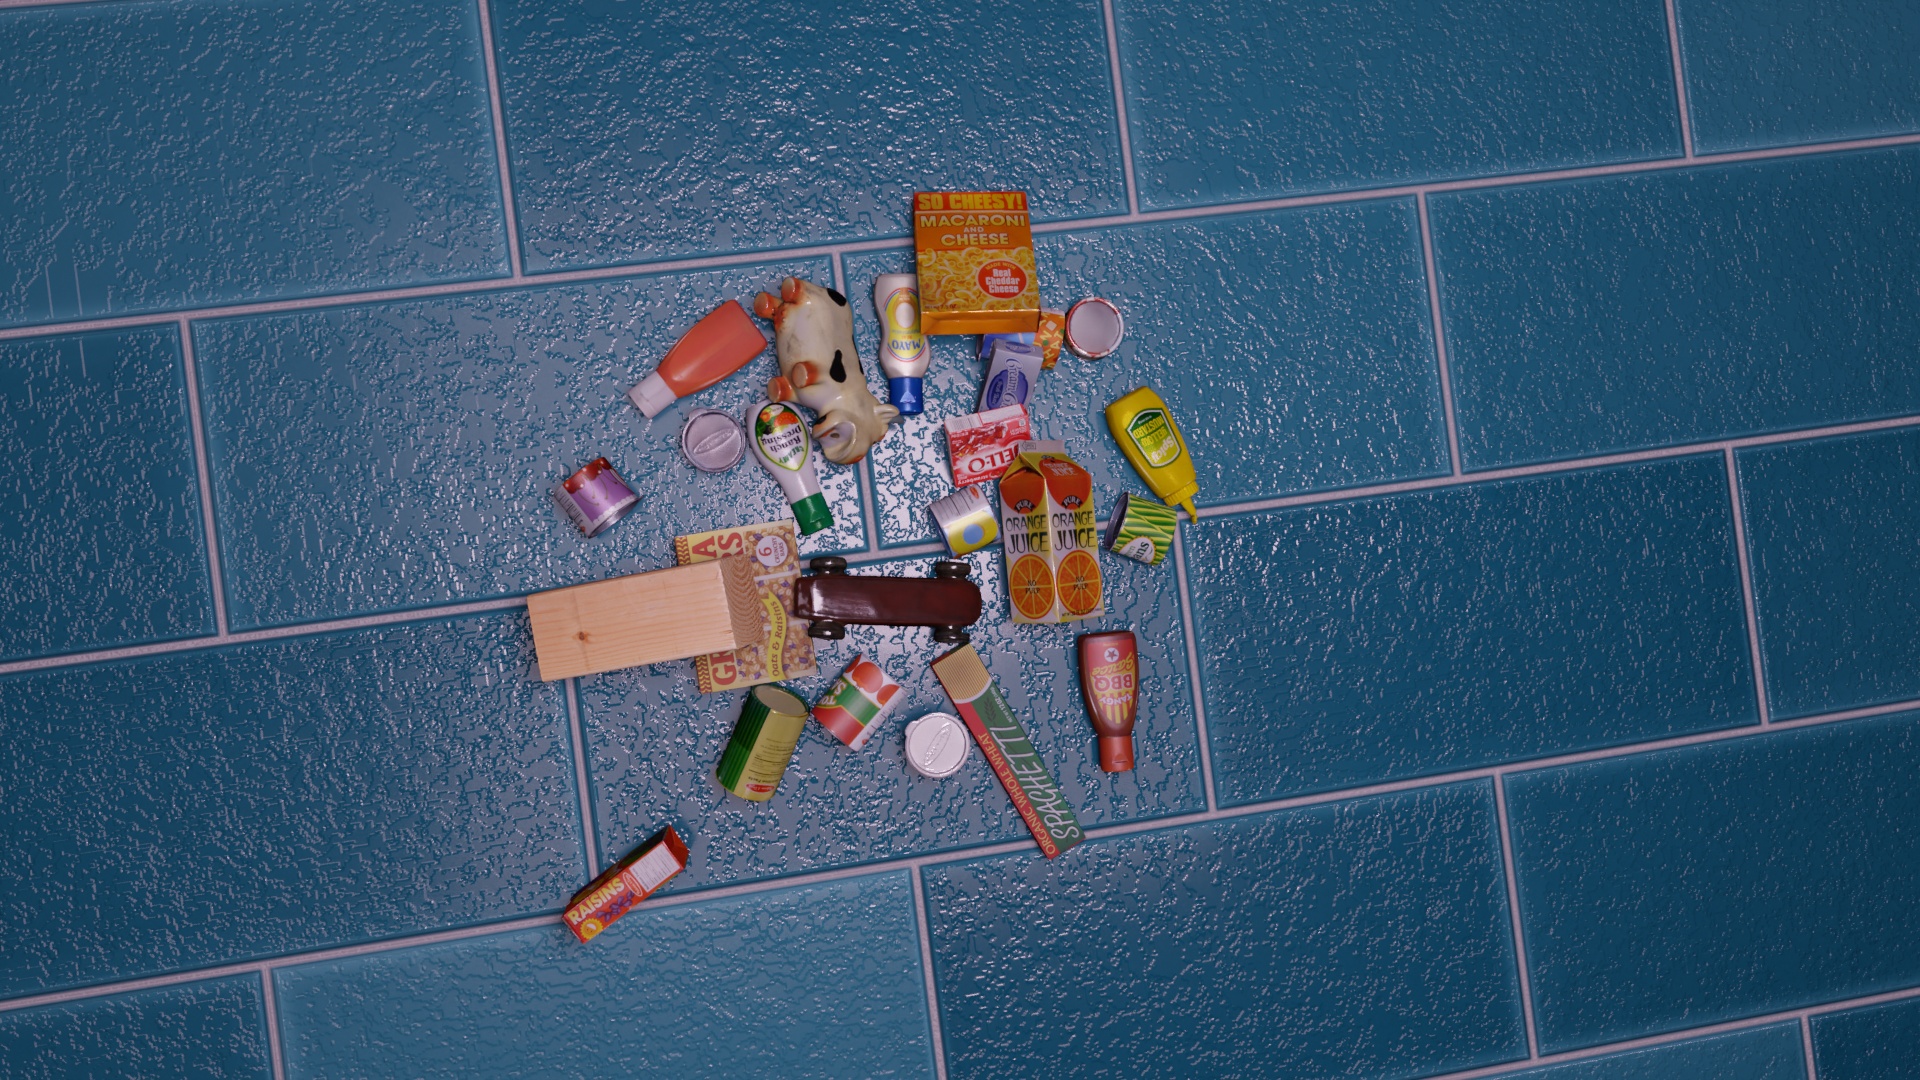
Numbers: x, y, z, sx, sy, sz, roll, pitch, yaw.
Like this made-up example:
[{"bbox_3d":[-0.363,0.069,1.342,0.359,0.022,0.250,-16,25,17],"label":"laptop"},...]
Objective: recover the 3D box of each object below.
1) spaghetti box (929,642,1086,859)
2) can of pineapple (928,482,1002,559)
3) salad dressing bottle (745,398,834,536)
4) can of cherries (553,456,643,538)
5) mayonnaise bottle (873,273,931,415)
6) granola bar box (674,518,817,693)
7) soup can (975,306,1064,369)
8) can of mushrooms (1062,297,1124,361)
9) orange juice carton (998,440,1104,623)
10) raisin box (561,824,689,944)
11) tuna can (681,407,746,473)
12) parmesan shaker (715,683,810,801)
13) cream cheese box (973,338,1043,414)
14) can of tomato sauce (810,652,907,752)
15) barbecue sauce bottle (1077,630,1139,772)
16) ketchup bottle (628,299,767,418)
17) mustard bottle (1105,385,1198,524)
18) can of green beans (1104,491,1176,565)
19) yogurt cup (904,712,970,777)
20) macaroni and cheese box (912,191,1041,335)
[{"bbox_3d":[0.052,0.226,1.493,0.050,0.028,0.250,-31,92,-6],"label":"spaghetti box"},{"bbox_3d":[0.005,-0.018,1.475,0.058,0.071,0.071,-24,92,-6],"label":"can of pineapple"},{"bbox_3d":[-0.177,-0.078,1.464,0.064,0.044,0.147,-24,92,-14],"label":"salad dressing bottle"},{"bbox_3d":[-0.372,-0.046,1.430,0.071,0.071,0.058,-39,93,-6],"label":"can of cherries"},{"bbox_3d":[-0.059,-0.209,1.483,0.065,0.041,0.148,-2,88,-8],"label":"mayonnaise bottle"},{"bbox_3d":[-0.224,0.068,1.458,0.124,0.039,0.165,-9,90,-7],"label":"granola bar box"},{"bbox_3d":[0.063,-0.219,1.486,0.084,0.071,0.071,10,88,-7],"label":"soup can"},{"bbox_3d":[0.141,-0.231,1.512,0.071,0.033,0.071,0,90,-7],"label":"can of mushrooms"},{"bbox_3d":[0.095,-0.011,1.469,0.072,0.073,0.192,-5,90,-41],"label":"orange juice carton"},{"bbox_3d":[-0.340,0.348,1.414,0.123,0.086,0.040,-37,95,-6],"label":"raisin box"},{"bbox_3d":[-0.260,-0.106,1.461,0.071,0.033,0.071,0,89,-7],"label":"tuna can"},{"bbox_3d":[-0.201,0.207,1.431,0.071,0.071,0.102,23,105,-6],"label":"parmesan shaker"},{"bbox_3d":[0.051,-0.163,1.475,0.053,0.024,0.103,9,130,-8],"label":"cream cheese box"},{"bbox_3d":[-0.108,0.168,1.456,0.071,0.071,0.083,41,84,-5],"label":"can of tomato sauce"},{"bbox_3d":[0.163,0.173,1.501,0.065,0.043,0.148,-5,90,-8],"label":"barbecue sauce bottle"},{"bbox_3d":[-0.278,-0.186,1.455,0.149,0.043,0.064,-38,93,-6],"label":"ketchup bottle"},{"bbox_3d":[0.219,-0.089,1.510,0.065,0.049,0.160,-32,92,-5],"label":"mustard bottle"},{"bbox_3d":[0.194,-0.012,1.497,0.058,0.071,0.071,19,87,-7],"label":"can of green beans"},{"bbox_3d":[-0.027,0.214,1.471,0.072,0.054,0.072,0,89,-7],"label":"yogurt cup"},{"bbox_3d":[0.014,-0.292,1.456,0.124,0.040,0.167,-2,59,-5],"label":"macaroni and cheese box"}]
